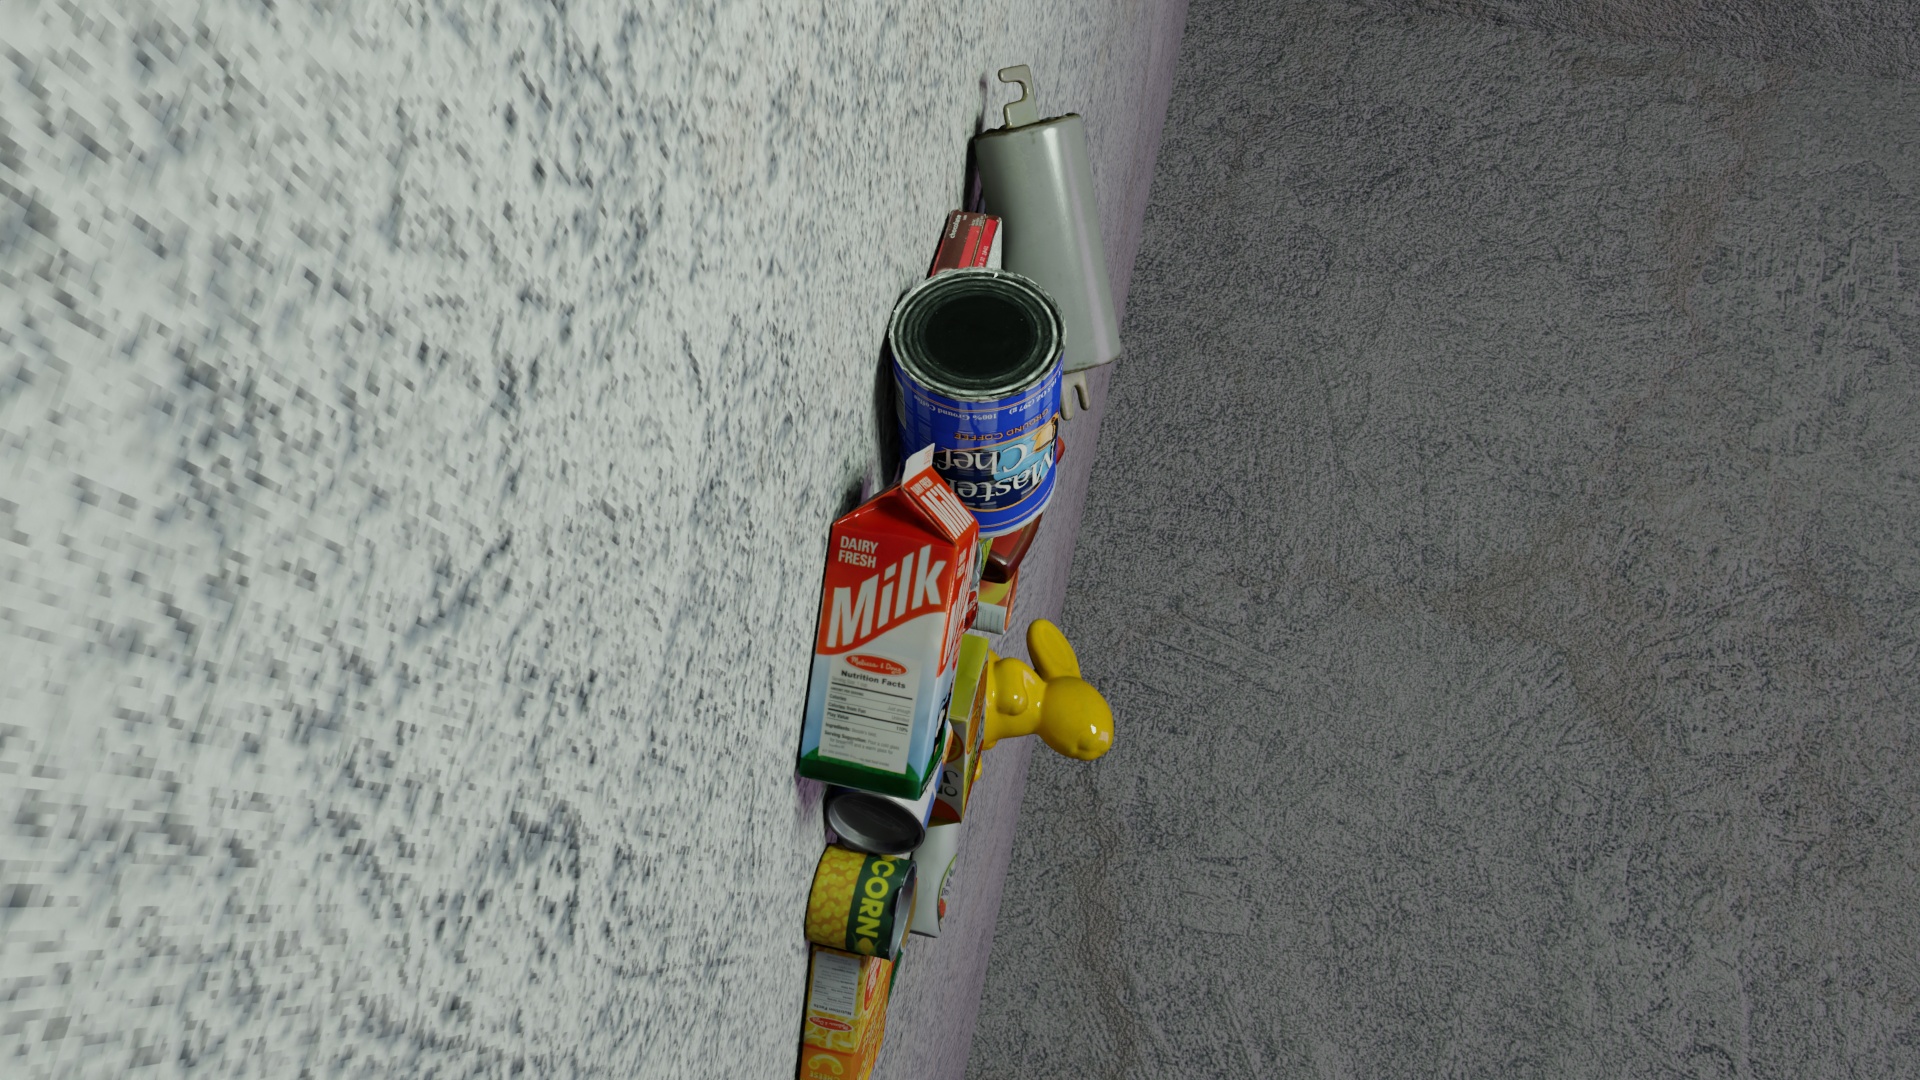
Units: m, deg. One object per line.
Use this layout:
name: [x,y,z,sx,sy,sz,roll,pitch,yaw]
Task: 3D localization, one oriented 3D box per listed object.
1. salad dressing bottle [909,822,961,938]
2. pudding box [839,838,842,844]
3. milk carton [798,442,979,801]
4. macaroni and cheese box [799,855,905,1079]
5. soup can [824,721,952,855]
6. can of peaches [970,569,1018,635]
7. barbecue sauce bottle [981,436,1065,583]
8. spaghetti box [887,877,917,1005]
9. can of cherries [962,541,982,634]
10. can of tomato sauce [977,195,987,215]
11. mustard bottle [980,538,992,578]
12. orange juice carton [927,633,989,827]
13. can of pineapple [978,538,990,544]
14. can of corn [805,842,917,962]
salad dressing bottle: [-0.025,0.307,1.349,0.064,0.044,0.148,78,24,-67]
pudding box: [-0.066,0.206,0.971,0.050,0.030,0.083,-42,142,-75]
milk carton: [-0.037,0.042,0.790,0.072,0.073,0.190,-48,147,-75]
macaroni and cheese box: [-0.080,0.329,1.006,0.124,0.040,0.165,-58,158,-69]
soup can: [-0.047,0.154,0.911,0.084,0.071,0.071,-72,169,-45]
can of peaches: [0.019,0.046,1.245,0.071,0.058,0.071,9,93,-82]
barbecue sauce bottle: [0.045,-0.034,1.203,0.149,0.065,0.043,-59,163,-31]
spaghetti box: [-0.079,0.387,1.132,0.251,0.029,0.049,-71,168,-46]
can of cherries: [-0.019,0.028,0.912,0.058,0.071,0.072,93,11,-49]
can of tomato sauce: [0.050,-0.228,1.047,0.083,0.071,0.071,66,36,-76]
mustard bottle: [0.004,-0.014,1.090,0.065,0.049,0.161,95,10,-45]
orange juice carton: [-0.024,0.146,1.031,0.191,0.073,0.072,92,12,-51]
can of pineapple: [-0.002,-0.034,0.950,0.057,0.071,0.071,94,11,-46]
can of corn: [-0.065,0.237,0.914,0.071,0.058,0.071,9,93,-82]
